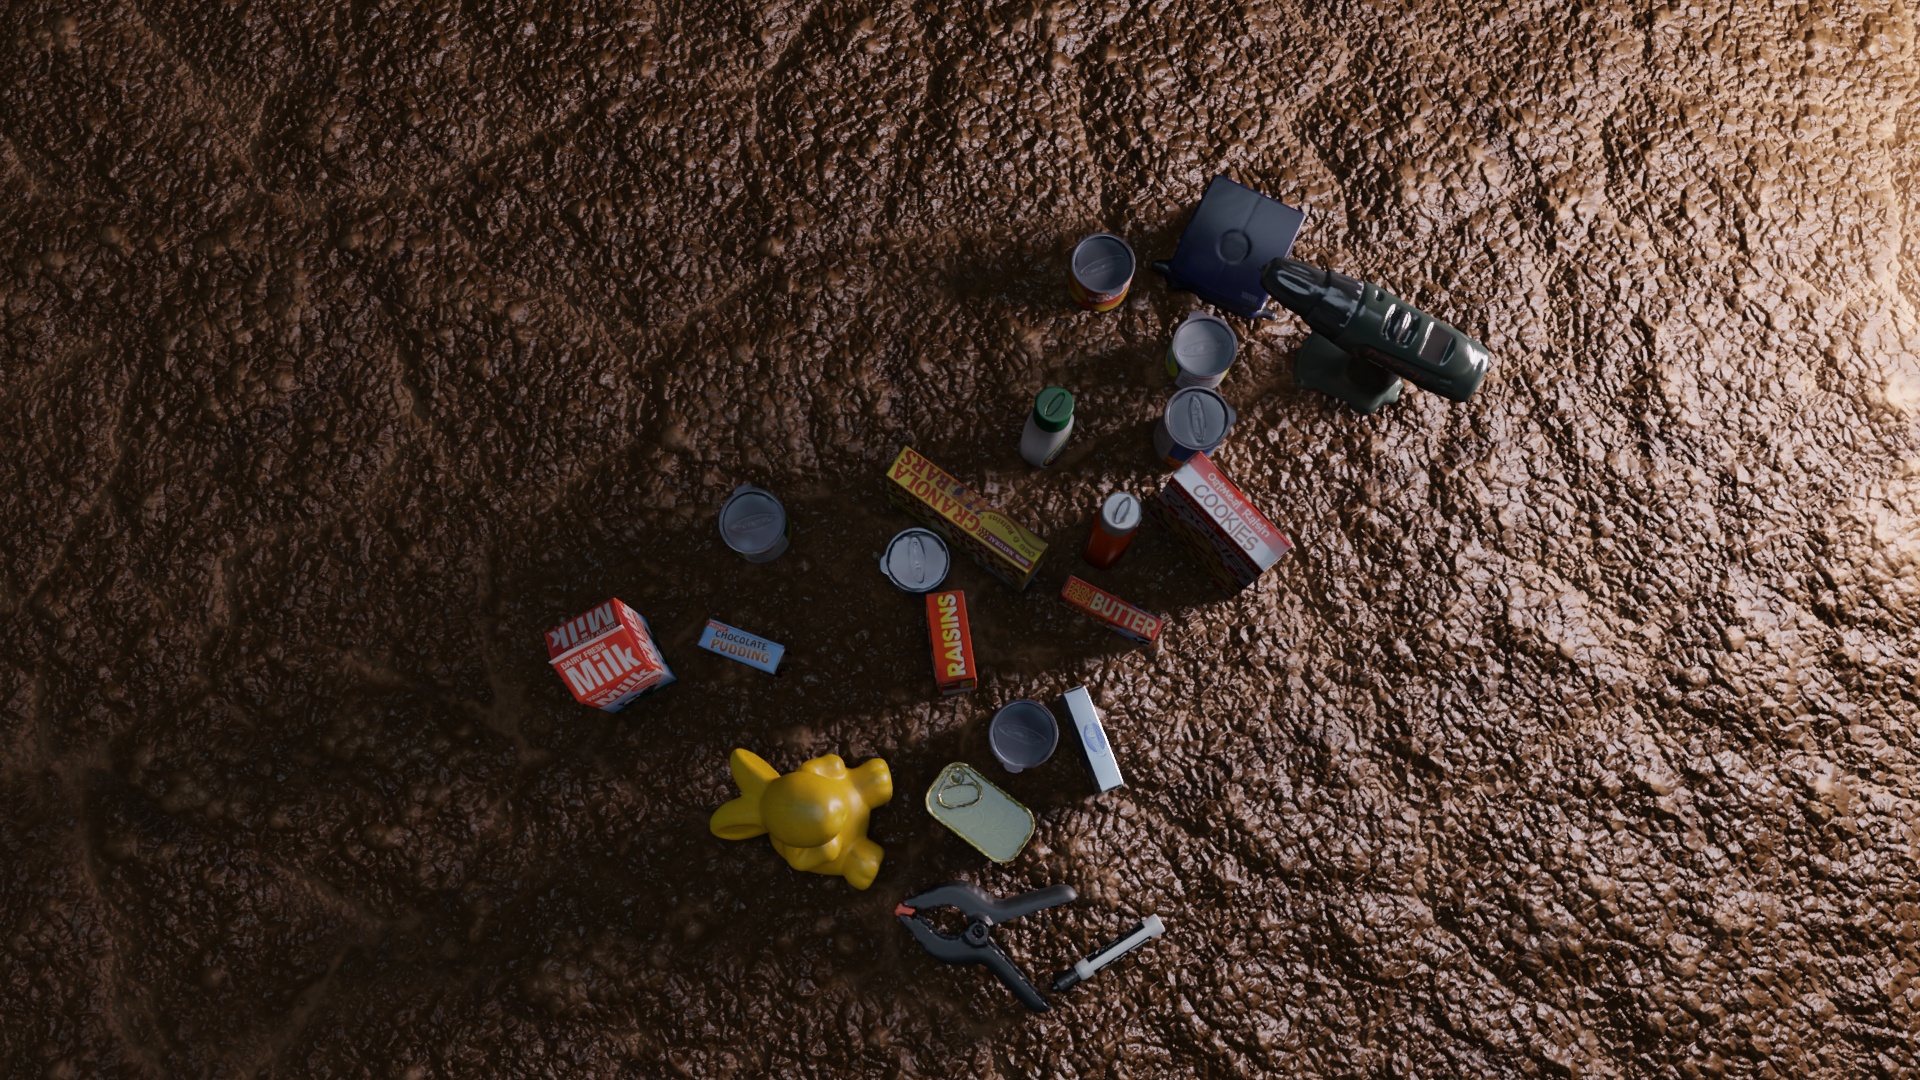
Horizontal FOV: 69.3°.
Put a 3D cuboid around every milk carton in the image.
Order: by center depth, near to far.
[{"bbox_3d":[-0.327,0.108,1.298,0.072,0.190,0.073,-28,80,-5],"label":"milk carton"}]

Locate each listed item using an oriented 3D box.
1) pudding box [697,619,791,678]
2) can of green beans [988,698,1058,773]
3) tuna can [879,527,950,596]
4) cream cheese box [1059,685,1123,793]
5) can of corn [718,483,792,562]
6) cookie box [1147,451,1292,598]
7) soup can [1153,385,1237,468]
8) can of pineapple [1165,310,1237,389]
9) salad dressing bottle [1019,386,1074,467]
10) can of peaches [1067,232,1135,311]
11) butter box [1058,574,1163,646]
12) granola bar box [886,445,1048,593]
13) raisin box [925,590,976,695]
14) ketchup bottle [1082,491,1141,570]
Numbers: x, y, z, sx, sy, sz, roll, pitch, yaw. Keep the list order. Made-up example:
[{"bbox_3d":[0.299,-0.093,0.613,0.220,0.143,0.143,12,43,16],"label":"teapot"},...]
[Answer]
[{"bbox_3d":[-0.212,0.107,1.370,0.084,0.049,0.030,20,79,4],"label":"pudding box"},{"bbox_3d":[0.060,0.189,1.350,0.071,0.057,0.071,0,78,0],"label":"can of green beans"},{"bbox_3d":[-0.046,0.023,1.397,0.071,0.032,0.071,0,78,0],"label":"tuna can"},{"bbox_3d":[0.127,0.194,1.351,0.024,0.053,0.104,-20,79,-4],"label":"cream cheese box"},{"bbox_3d":[-0.205,-0.016,1.392,0.071,0.058,0.071,0,78,0],"label":"can of corn"},{"bbox_3d":[0.246,-0.012,1.336,0.040,0.167,0.123,-42,82,-7],"label":"cookie box"},{"bbox_3d":[0.235,-0.112,1.400,0.071,0.083,0.071,0,79,0],"label":"soup can"},{"bbox_3d":[0.247,-0.193,1.430,0.071,0.057,0.071,0,78,0],"label":"can of pineapple"},{"bbox_3d":[0.087,-0.113,1.367,0.044,0.147,0.064,37,81,7],"label":"salad dressing bottle"},{"bbox_3d":[0.147,-0.276,1.447,0.071,0.058,0.071,0,78,0],"label":"can of peaches"},{"bbox_3d":[0.148,0.071,1.377,0.103,0.053,0.024,27,80,5],"label":"butter box"},{"bbox_3d":[0.005,-0.017,1.359,0.165,0.124,0.039,35,81,7],"label":"granola bar box"},{"bbox_3d":[-0.009,0.099,1.335,0.040,0.123,0.086,-7,79,-1],"label":"raisin box"},{"bbox_3d":[0.149,-0.013,1.346,0.043,0.148,0.065,28,80,5],"label":"ketchup bottle"}]
